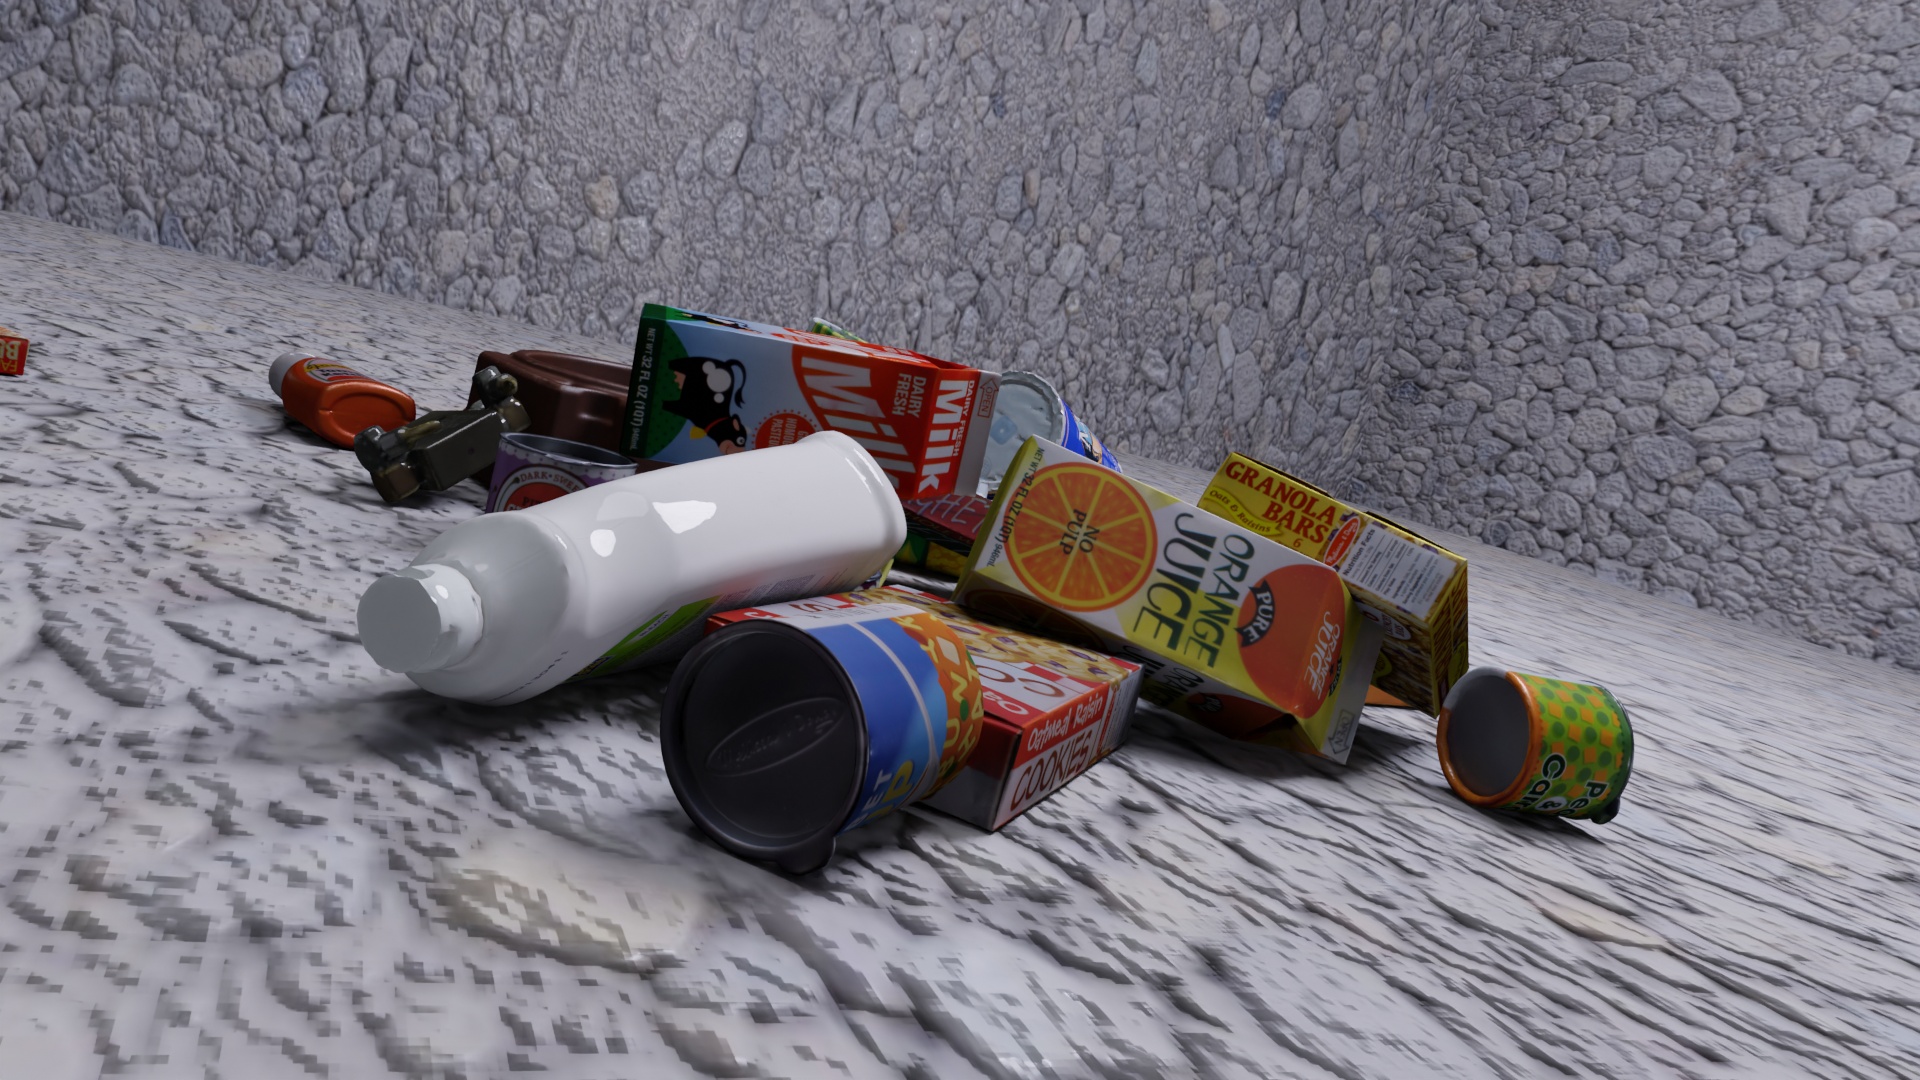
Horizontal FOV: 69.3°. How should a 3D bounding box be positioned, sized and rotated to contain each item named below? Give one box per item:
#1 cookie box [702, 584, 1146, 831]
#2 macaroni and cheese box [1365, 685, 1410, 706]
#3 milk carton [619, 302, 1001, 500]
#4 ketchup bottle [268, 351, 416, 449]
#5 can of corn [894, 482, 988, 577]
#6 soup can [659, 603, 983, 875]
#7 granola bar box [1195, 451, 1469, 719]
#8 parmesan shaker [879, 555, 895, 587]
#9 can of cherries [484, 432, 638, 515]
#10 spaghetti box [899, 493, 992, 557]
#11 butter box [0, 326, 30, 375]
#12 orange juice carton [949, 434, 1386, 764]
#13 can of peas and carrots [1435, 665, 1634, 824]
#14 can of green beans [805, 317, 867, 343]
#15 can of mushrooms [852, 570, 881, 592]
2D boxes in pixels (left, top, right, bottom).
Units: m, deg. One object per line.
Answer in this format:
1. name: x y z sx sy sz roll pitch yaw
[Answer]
1. cookie box: -0.009 0.056 0.542 0.123 0.040 0.168 17 8 20
2. macaroni and cheese box: 0.216 0.061 0.895 0.124 0.040 0.166 8 10 -34
3. milk carton: -0.076 -0.070 0.727 0.191 0.072 0.073 9 12 -14
4. ketchup bottle: -0.412 -0.094 0.906 0.065 0.043 0.149 6 10 -43
5. can of corn: -0.017 -0.011 0.923 0.058 0.071 0.071 14 7 0
6. soup can: -0.037 0.056 0.416 0.071 0.071 0.084 17 7 23
7. granola bar box: 0.196 0.026 0.716 0.124 0.039 0.165 29 -10 28
8. parmesan shaker: -0.091 -0.012 0.770 0.103 0.071 0.071 16 8 18
9. can of cherries: -0.196 -0.017 0.673 0.071 0.058 0.071 14 7 -2
10. spaghetti box: 0.003 -0.011 0.847 0.250 0.029 0.050 24 -15 -20
11. butter box: -0.613 -0.124 0.839 0.103 0.024 0.053 19 9 35
12. orange juice carton: 0.099 0.032 0.633 0.193 0.072 0.072 24 -20 -1
13. can of peas and carrots: 0.267 0.096 0.647 0.059 0.071 0.071 11 8 -20
14. can of green beans: -0.079 -0.102 0.887 0.071 0.057 0.071 29 9 -5
15. can of mushrooms: -0.072 0.025 0.681 0.071 0.033 0.071 13 7 -2
